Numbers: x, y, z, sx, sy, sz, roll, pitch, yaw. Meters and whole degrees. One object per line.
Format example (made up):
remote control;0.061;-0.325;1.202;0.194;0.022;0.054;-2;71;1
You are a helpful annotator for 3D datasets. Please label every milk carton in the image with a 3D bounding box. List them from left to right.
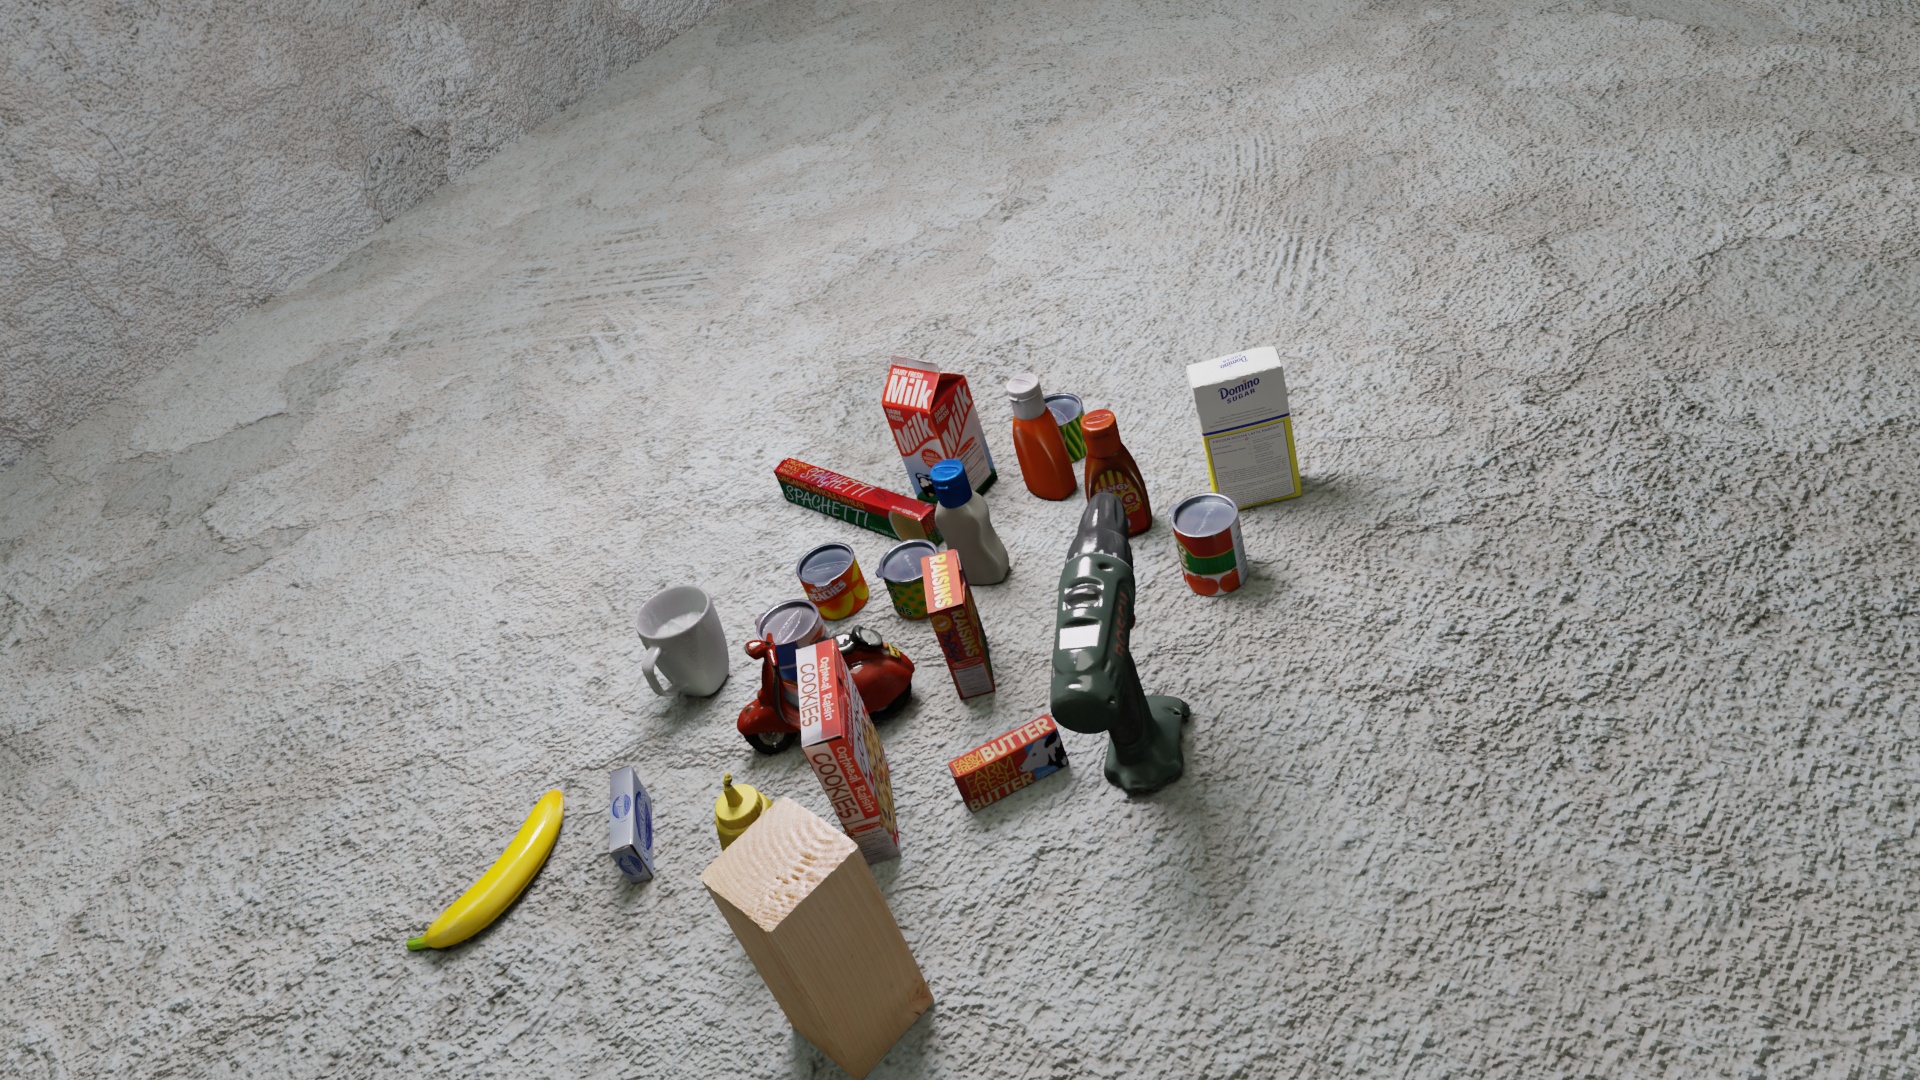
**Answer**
milk carton;-0.027;-0.128;1.570;0.072;0.189;0.074;14;49;35

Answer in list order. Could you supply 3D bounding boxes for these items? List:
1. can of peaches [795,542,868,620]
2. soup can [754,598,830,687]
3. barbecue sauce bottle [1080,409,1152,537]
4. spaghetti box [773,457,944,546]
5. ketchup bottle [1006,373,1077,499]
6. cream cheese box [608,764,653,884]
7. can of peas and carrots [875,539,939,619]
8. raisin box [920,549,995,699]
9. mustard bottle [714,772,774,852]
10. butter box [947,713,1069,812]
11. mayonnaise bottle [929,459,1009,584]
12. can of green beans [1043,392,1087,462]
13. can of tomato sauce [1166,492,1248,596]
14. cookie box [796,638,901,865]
can of peaches;-0.139;0.046;1.513;0.071;0.057;0.071;-12;39;10
soup can;-0.166;0.111;1.425;0.071;0.083;0.072;-12;39;10
barbecue sauce bottle;0.158;-0.069;1.457;0.065;0.147;0.044;-12;39;9
spaghetti box;-0.122;-0.045;1.622;0.250;0.050;0.029;19;52;38
ketchup bottle;0.085;-0.115;1.541;0.065;0.148;0.044;22;54;40
cream cheese box;-0.313;0.270;1.320;0.024;0.053;0.104;-19;38;1
can of peas and carrots;-0.049;0.043;1.480;0.071;0.058;0.071;-12;39;10
raisin box;-0.002;0.082;1.361;0.040;0.122;0.086;-15;38;5
mustard bottle;-0.177;0.256;1.195;0.065;0.159;0.049;-13;39;8
butter box;0.044;0.201;1.255;0.104;0.053;0.024;-25;39;-8
mayonnaise bottle;0.005;-0.018;1.459;0.065;0.147;0.041;1;43;24
can of green beans;0.116;-0.130;1.620;0.071;0.057;0.071;-12;39;10
can of tomato sauce;0.247;0.004;1.384;0.071;0.082;0.071;-12;39;10
cookie box;-0.099;0.189;1.238;0.040;0.166;0.123;-17;38;3
